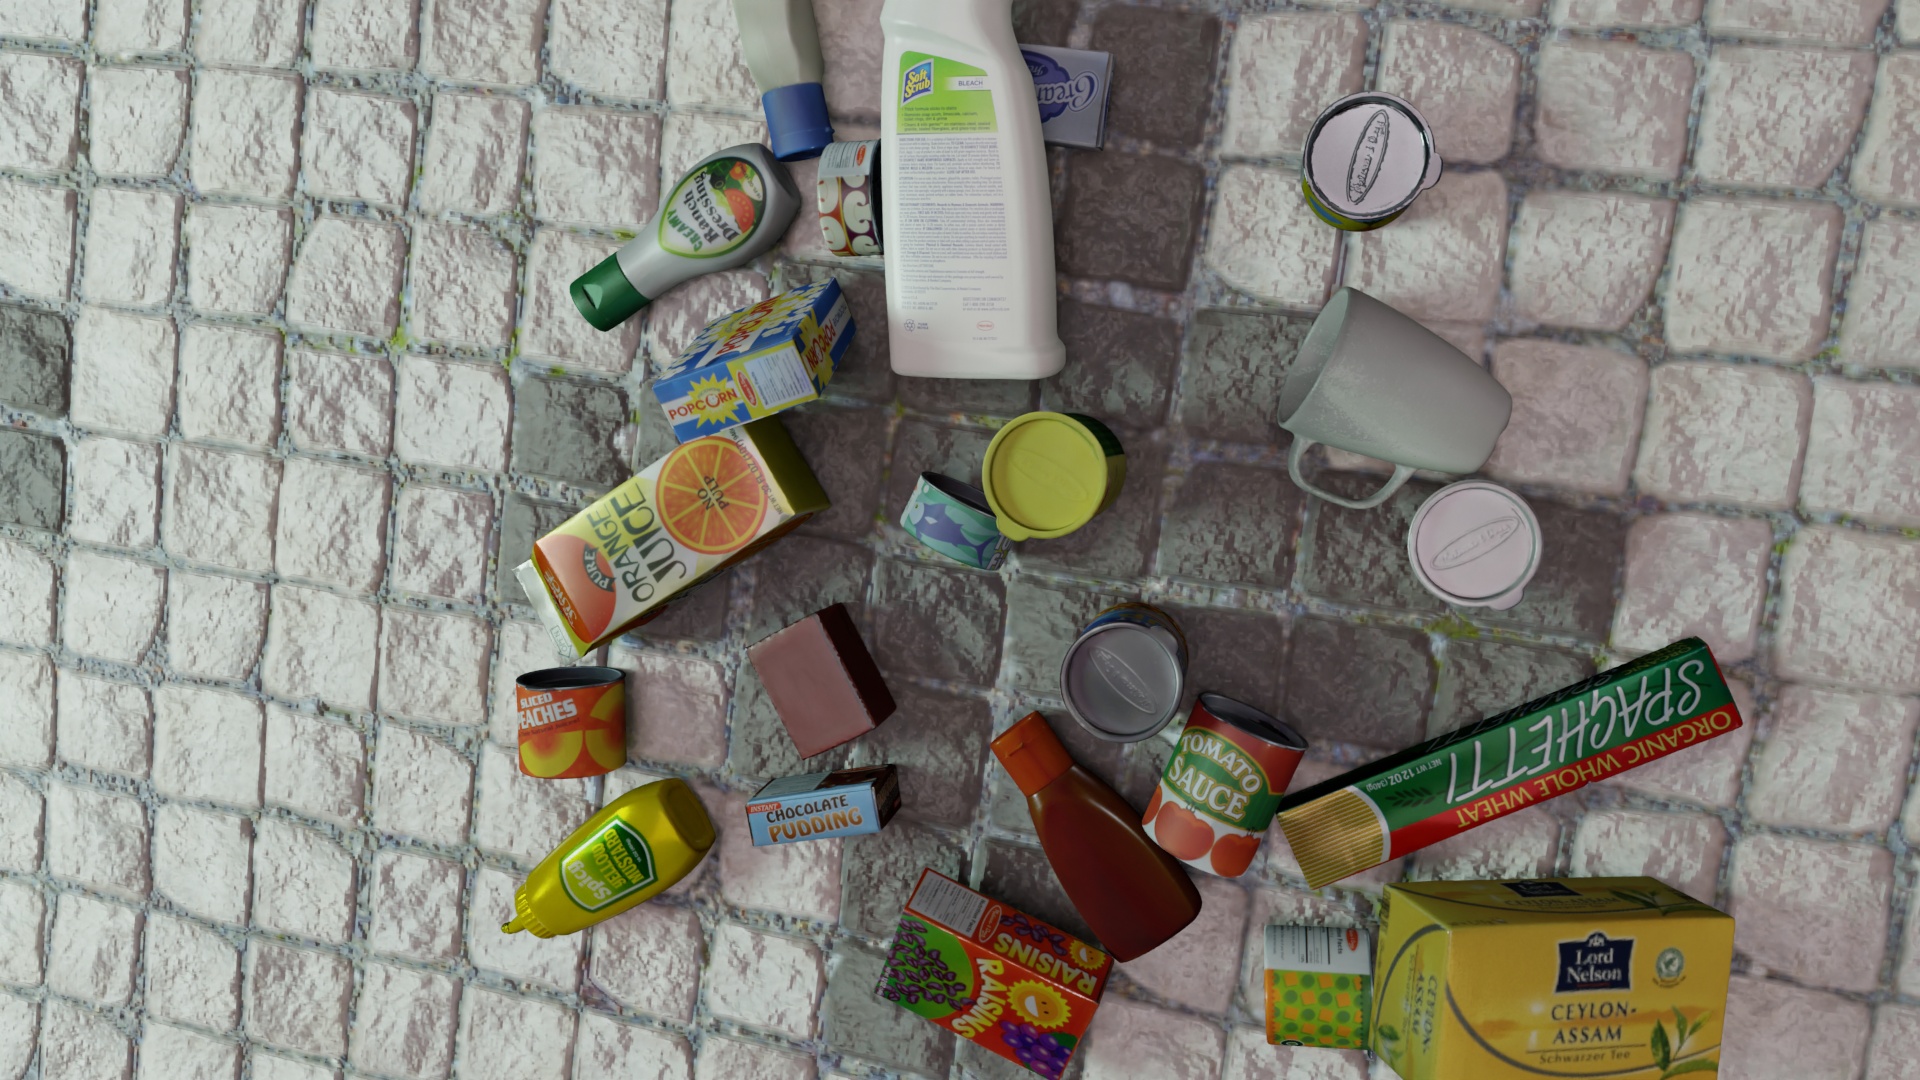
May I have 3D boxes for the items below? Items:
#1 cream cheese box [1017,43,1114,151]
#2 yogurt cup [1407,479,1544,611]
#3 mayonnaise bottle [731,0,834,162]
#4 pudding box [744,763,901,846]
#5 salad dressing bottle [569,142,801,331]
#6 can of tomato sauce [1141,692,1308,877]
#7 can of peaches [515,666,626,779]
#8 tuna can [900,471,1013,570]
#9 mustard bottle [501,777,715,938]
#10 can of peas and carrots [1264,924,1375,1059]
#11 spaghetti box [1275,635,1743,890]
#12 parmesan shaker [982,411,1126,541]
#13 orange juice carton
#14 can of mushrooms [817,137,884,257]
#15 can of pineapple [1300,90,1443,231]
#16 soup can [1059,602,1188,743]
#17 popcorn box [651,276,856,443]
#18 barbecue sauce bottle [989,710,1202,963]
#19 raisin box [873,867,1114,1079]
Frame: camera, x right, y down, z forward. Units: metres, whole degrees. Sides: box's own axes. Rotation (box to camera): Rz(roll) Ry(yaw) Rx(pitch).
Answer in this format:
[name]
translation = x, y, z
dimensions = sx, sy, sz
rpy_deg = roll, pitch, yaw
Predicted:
[cream cheese box]
translation = 0.034, -0.257, 0.796
dimensions = 0.104, 0.024, 0.053
rpy_deg = 10, 99, 11
[yogurt cup]
translation = 0.275, 0.000, 0.752
dimensions = 0.072, 0.054, 0.072
rpy_deg = 1, 95, 12
[mayonnaise bottle]
translation = -0.106, -0.297, 0.805
dimensions = 0.041, 0.065, 0.148
rpy_deg = -10, 96, 16
[pudding box]
translation = -0.083, 0.160, 0.844
dimensions = 0.083, 0.050, 0.030
rpy_deg = -10, 95, 13
[salad dressing bottle]
translation = -0.167, -0.179, 0.836
dimensions = 0.147, 0.044, 0.064
rpy_deg = -32, 89, 13
[can of tomato sauce]
translation = 0.147, 0.137, 0.783
dimensions = 0.071, 0.071, 0.083
rpy_deg = 24, 100, 9
[can of peaches]
translation = -0.243, 0.113, 0.863
dimensions = 0.071, 0.071, 0.058
rpy_deg = 1, 97, 12
[tuna can]
translation = 0.003, -0.010, 0.803
dimensions = 0.071, 0.071, 0.032
rpy_deg = 27, 101, 8
[mustard bottle]
translation = -0.232, 0.213, 0.880
dimensions = 0.160, 0.049, 0.065
rpy_deg = -35, 86, 12
[can of peas and carrots]
translation = 0.202, 0.254, 0.784
dimensions = 0.059, 0.071, 0.071
rpy_deg = -1, 95, 13
[spaghetti box]
translation = 0.299, 0.125, 0.771
dimensions = 0.250, 0.029, 0.050
rpy_deg = -25, 90, 13
[parmesan shaker]
translation = 0.053, -0.036, 0.771
dimensions = 0.071, 0.103, 0.071
rpy_deg = 1, 95, 12
[orange juice carton]
translation = -0.182, 0.000, 0.839
dimensions = 0.192, 0.073, 0.072
rpy_deg = -31, 88, 13
[can of mushrooms]
translation = -0.057, -0.195, 0.801
dimensions = 0.033, 0.071, 0.071
rpy_deg = 0, 95, 12
[can of pineapple]
translation = 0.218, -0.201, 0.745
dimensions = 0.071, 0.058, 0.071
rpy_deg = 1, 96, 12
[soup can]
translation = 0.096, 0.070, 0.781
dimensions = 0.071, 0.084, 0.071
rpy_deg = 1, 96, 12
[popcorn box]
translation = -0.113, -0.105, 0.788
dimensions = 0.085, 0.127, 0.038
rpy_deg = -16, 112, 13
[barbecue sauce bottle]
translation = 0.074, 0.170, 0.815
dimensions = 0.064, 0.044, 0.148
rpy_deg = -37, 86, 18
[raisin box]
translation = 0.019, 0.257, 0.822
dimensions = 0.123, 0.040, 0.085
rpy_deg = 24, 125, 9
